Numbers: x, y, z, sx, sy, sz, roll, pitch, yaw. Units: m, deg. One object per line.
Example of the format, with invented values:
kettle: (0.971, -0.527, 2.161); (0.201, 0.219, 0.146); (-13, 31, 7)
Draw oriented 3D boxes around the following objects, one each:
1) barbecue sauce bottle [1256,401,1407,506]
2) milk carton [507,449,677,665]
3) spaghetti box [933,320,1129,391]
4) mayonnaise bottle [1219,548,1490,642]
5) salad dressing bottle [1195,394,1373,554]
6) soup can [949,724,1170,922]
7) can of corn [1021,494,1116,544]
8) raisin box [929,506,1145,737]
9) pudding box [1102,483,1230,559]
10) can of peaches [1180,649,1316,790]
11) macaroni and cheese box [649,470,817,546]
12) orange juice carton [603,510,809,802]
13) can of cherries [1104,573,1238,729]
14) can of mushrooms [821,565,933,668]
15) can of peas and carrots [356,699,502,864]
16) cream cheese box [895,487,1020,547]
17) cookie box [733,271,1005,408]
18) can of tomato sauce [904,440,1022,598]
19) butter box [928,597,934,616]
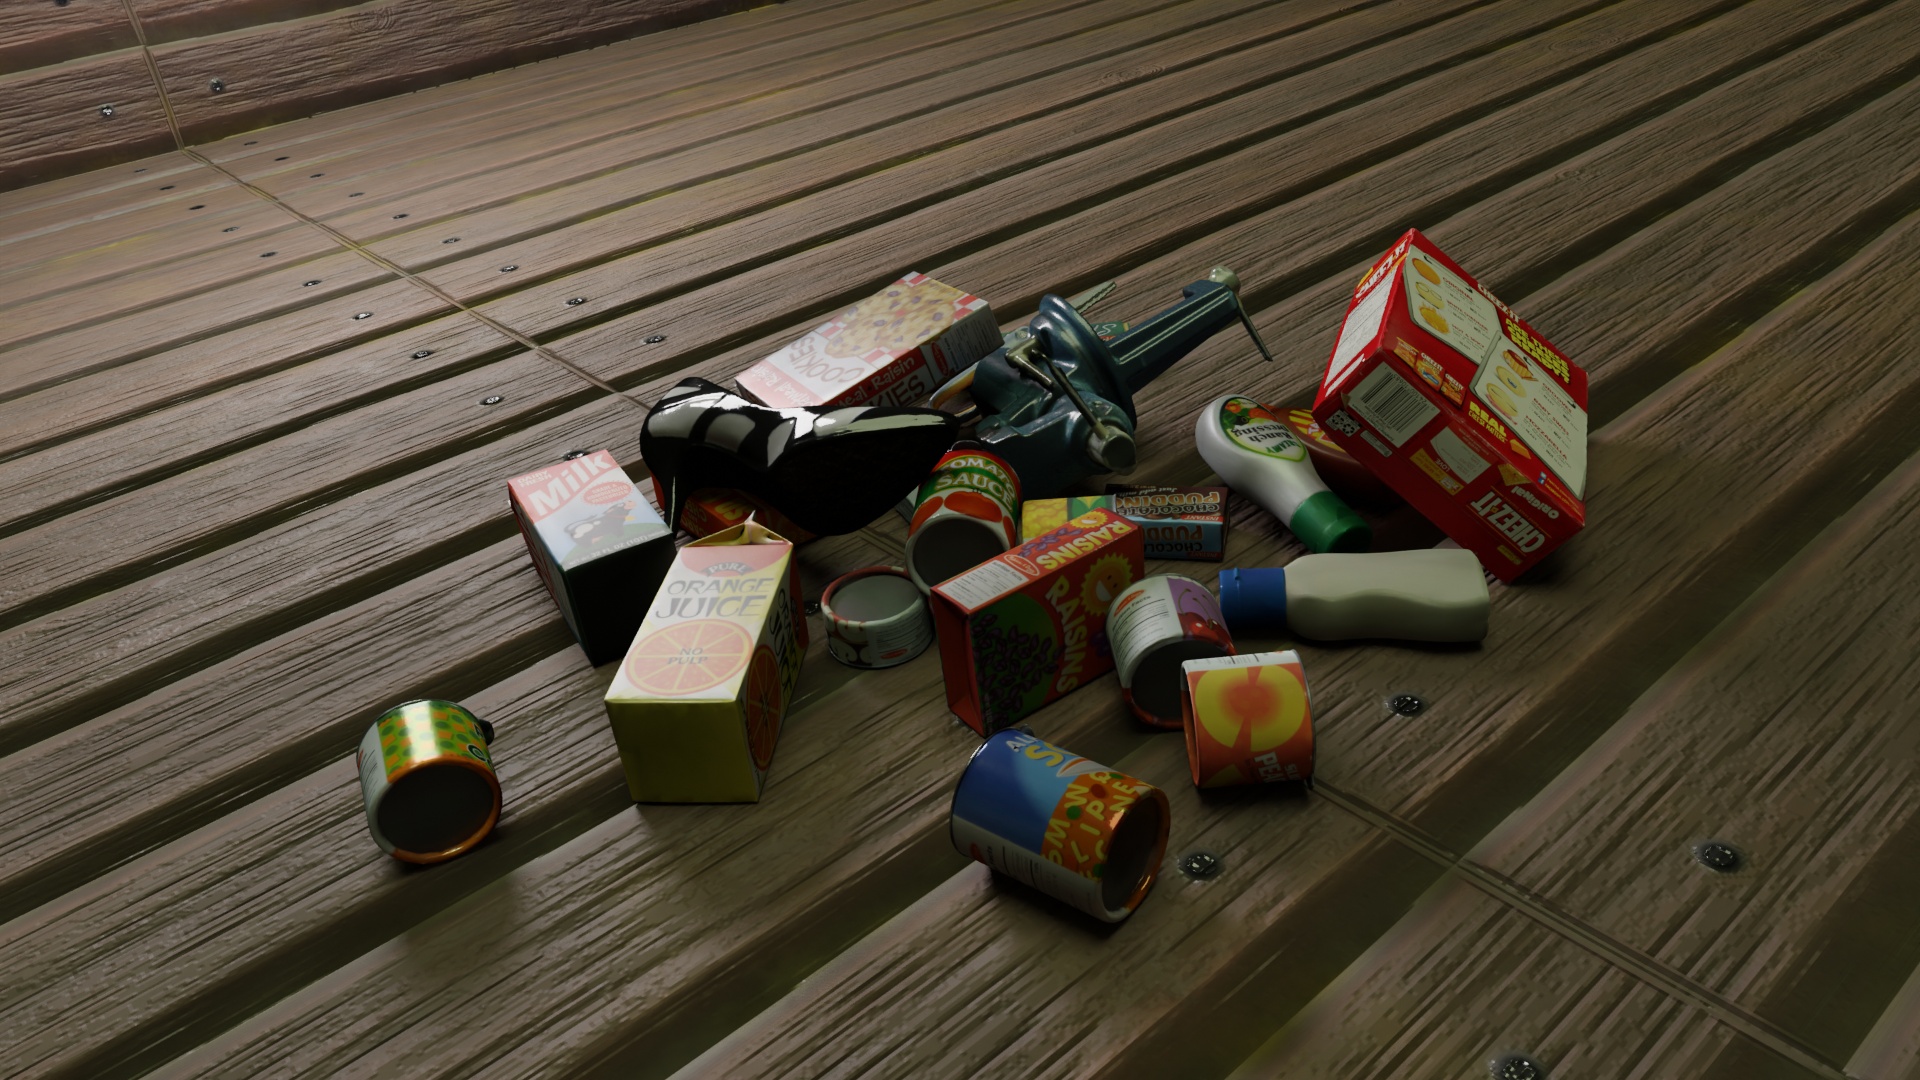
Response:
barbecue sauce bottle: (0.249, -0.066, 0.968); (0.065, 0.043, 0.149); (-28, 36, -37)
milk carton: (-0.247, -0.001, 0.930); (0.072, 0.073, 0.191); (-22, 33, -22)
spaghetti box: (0.020, -0.152, 1.171); (0.250, 0.028, 0.050); (-5, 31, 3)
mayonnaise bottle: (0.227, 0.033, 0.812); (0.148, 0.041, 0.065); (-2, 30, 10)
salad dressing bottle: (0.211, -0.039, 0.909); (0.064, 0.043, 0.148); (-7, 40, -27)
soup can: (0.049, 0.131, 0.655); (0.084, 0.071, 0.072); (17, 38, 34)
can of corn: (0.070, 0.005, 0.864); (0.058, 0.070, 0.071); (-3, 31, 7)
raisin box: (0.048, 0.044, 0.784); (0.124, 0.085, 0.040); (-25, 33, -28)
pudding box: (0.133, -0.012, 0.915); (0.084, 0.030, 0.050); (2, 33, 16)
can of peaches: (0.145, 0.093, 0.704); (0.058, 0.071, 0.071); (-5, 31, 3)
macaroni and cheese box: (-0.122, -0.046, 1.012); (0.167, 0.040, 0.124); (-25, 36, -29)
orange juice carton: (-0.136, 0.061, 0.806); (0.073, 0.071, 0.194); (-2, 31, 8)
can of cherries: (0.118, 0.062, 0.762); (0.071, 0.071, 0.059); (-7, 31, -1)
can of mushrooms: (-0.053, 0.045, 0.853); (0.071, 0.033, 0.071); (-5, 32, 3)
can of peas and carrots: (-0.277, 0.126, 0.731); (0.071, 0.070, 0.059); (-19, 33, -19)
cream cheese box: (-0.005, -0.018, 0.957); (0.053, 0.024, 0.104); (-18, 32, -16)
cookie box: (-0.069, -0.130, 1.020); (0.168, 0.040, 0.123); (-33, 33, -14)
can of tomato sauce: (0.003, -0.011, 0.849); (0.071, 0.070, 0.083); (-3, 31, 7)
butter box: (0.008, 0.036, 0.863); (0.053, 0.024, 0.104); (-12, 31, -10)
